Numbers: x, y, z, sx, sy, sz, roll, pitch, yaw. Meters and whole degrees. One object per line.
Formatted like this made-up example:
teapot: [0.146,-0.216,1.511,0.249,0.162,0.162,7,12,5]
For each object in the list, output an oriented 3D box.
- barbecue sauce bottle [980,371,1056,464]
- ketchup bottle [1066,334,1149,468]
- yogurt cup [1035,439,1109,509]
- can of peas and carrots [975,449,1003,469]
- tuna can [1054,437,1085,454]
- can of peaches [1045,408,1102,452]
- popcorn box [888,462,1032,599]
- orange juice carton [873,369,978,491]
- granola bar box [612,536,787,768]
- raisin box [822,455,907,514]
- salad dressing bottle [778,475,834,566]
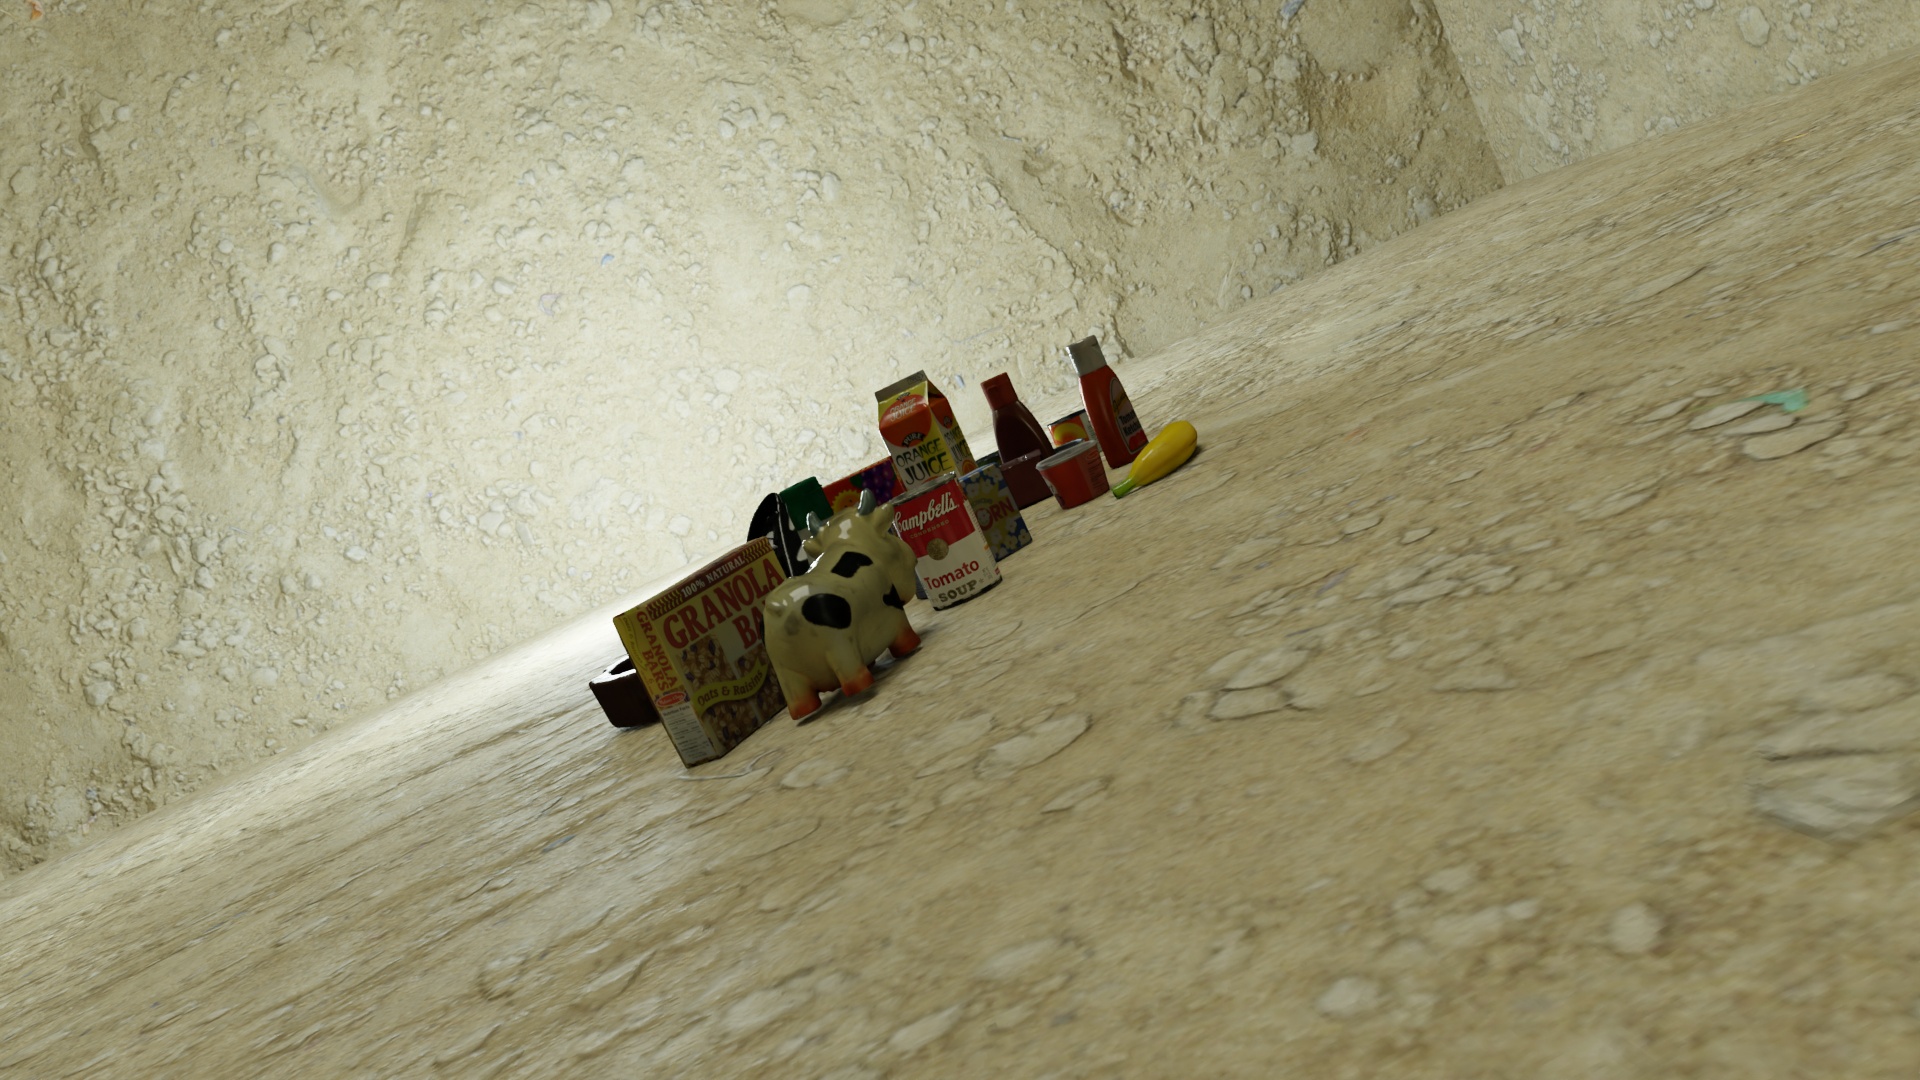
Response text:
barbecue sauce bottle: [0.070,-0.131,1.693,0.064,0.148,0.044,-22,7,25]
ketchup bottle: [0.165,-0.160,1.585,0.043,0.148,0.065,-19,8,38]
yogurt cup: [0.120,-0.067,1.441,0.072,0.054,0.072,-24,7,3]
can of peas and carrots: [0.053,-0.084,1.766,0.071,0.058,0.071,-24,7,3]
tuna can: [0.128,-0.100,1.737,0.071,0.033,0.071,-24,7,3]
can of peaches: [0.153,-0.137,1.824,0.071,0.058,0.071,-24,7,3]
popcorn box: [-0.002,-0.010,1.301,0.127,0.085,0.038,-29,8,-33]
orange juice carton: [-0.035,-0.103,1.660,0.071,0.192,0.073,-22,7,21]
granola bar box: [-0.179,0.081,1.064,0.039,0.124,0.166,-21,8,29]
raisin box: [-0.087,-0.017,1.481,0.086,0.123,0.040,-24,7,3]
salad dressing bottle: [-0.112,0.017,1.218,0.044,0.147,0.064,-25,7,-7]
